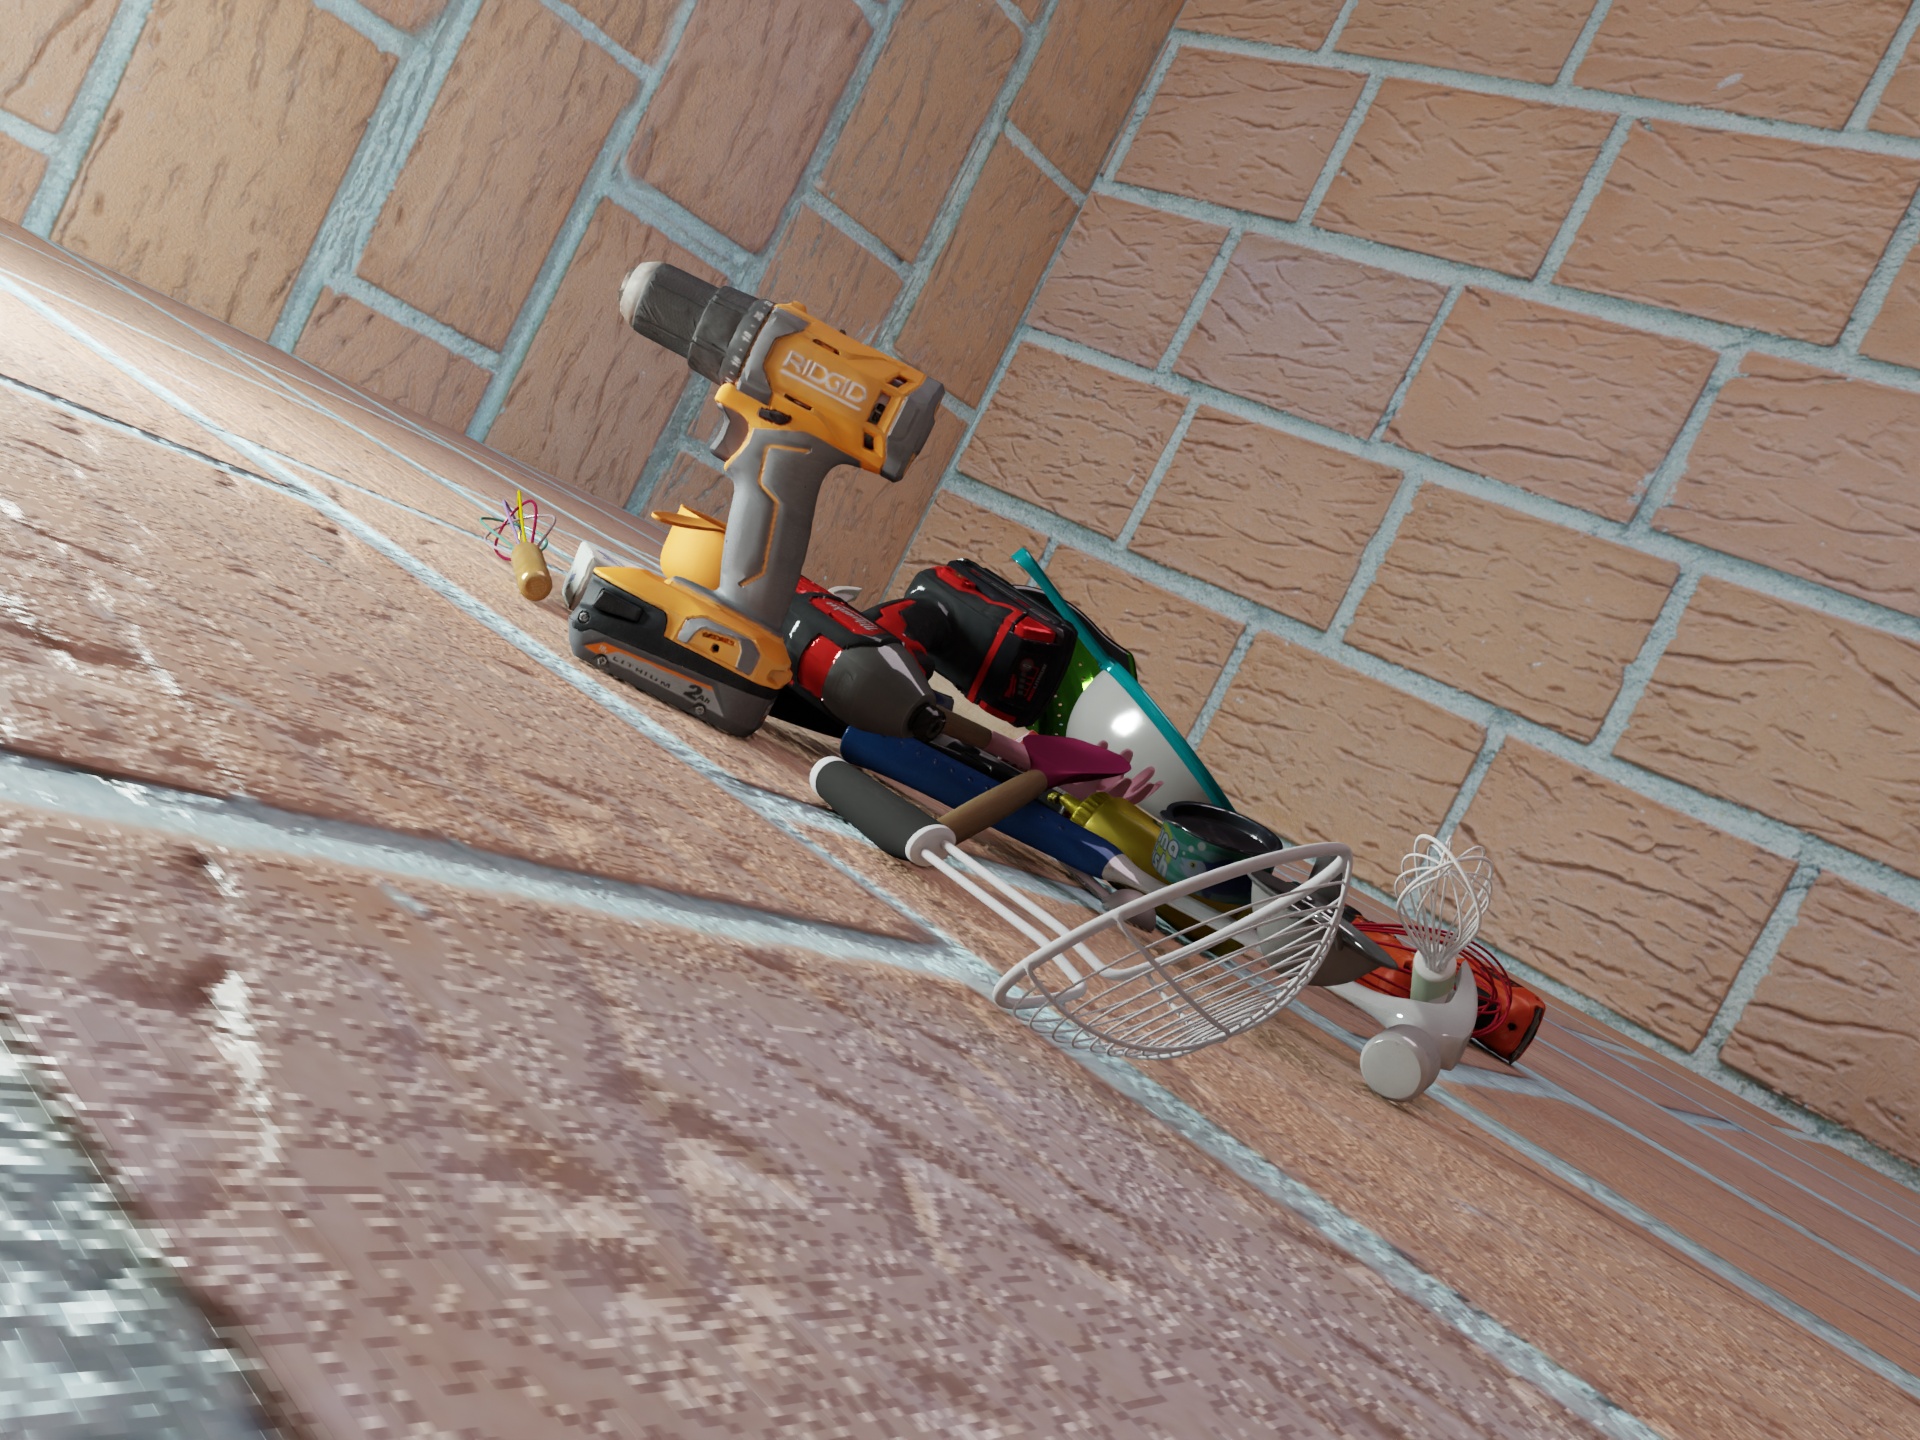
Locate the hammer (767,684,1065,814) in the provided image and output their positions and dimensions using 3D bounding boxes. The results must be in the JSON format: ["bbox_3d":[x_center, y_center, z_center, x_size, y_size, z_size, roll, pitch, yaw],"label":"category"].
[{"bbox_3d":[-0.059,0.009,1.072,0.146,0.035,0.334,29,4,41],"label":"hammer"}]

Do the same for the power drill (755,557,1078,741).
[{"bbox_3d":[-0.024,-0.041,1.009,0.143,0.078,0.219,35,23,24],"label":"power drill"}]

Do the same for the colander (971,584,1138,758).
[{"bbox_3d":[-0.023,-0.035,1.524,0.397,0.205,0.094,9,-25,-21],"label":"colander"}]

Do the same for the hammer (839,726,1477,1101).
[{"bbox_3d":[0.099,0.088,0.906,0.406,0.035,0.144,26,19,30],"label":"hammer"}]

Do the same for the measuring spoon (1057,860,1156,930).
[{"bbox_3d":[0.086,0.097,0.979,0.034,0.018,0.124,26,5,-25],"label":"measuring spoon"}]

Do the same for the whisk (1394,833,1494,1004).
[{"bbox_3d":[0.282,0.140,0.939,0.059,0.058,0.246,58,-8,35],"label":"whisk"}]

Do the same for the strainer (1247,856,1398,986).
[{"bbox_3d":[0.189,0.096,0.836,0.087,0.050,0.258,34,14,11],"label":"strainer"}]

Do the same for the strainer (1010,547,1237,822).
[{"bbox_3d":[0.122,0.004,1.414,0.340,0.095,0.211,51,1,-17],"label":"strainer"}]

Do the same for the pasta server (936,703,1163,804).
[{"bbox_3d":[-0.002,-0.003,1.086,0.316,0.040,0.060,24,18,-21],"label":"pasta server"}]

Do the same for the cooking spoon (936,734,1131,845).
[{"bbox_3d":[0.034,0.039,0.896,0.069,0.017,0.319,20,14,17],"label":"cooking spoon"}]

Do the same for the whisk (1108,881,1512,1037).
[{"bbox_3d":[0.232,0.144,1.060,0.295,0.073,0.073,20,4,-6],"label":"whisk"}]

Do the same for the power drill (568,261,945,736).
[{"bbox_3d":[-0.137,-0.127,0.881,0.185,0.226,0.084,27,3,-3],"label":"power drill"}]

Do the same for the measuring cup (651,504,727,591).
[{"bbox_3d":[-0.174,-0.107,1.061,0.095,0.052,0.173,27,7,12],"label":"measuring cup"}]

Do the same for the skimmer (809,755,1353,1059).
[{"bbox_3d":[0.013,0.042,0.641,0.127,0.090,0.363,-14,19,-24],"label":"skimmer"}]

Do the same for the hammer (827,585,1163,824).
[{"bbox_3d":[0.050,0.016,1.339,0.410,0.038,0.146,35,13,0],"label":"hammer"}]

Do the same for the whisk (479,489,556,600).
[{"bbox_3d":[-0.302,-0.121,1.099,0.051,0.047,0.245,27,6,-23],"label":"whisk"}]
